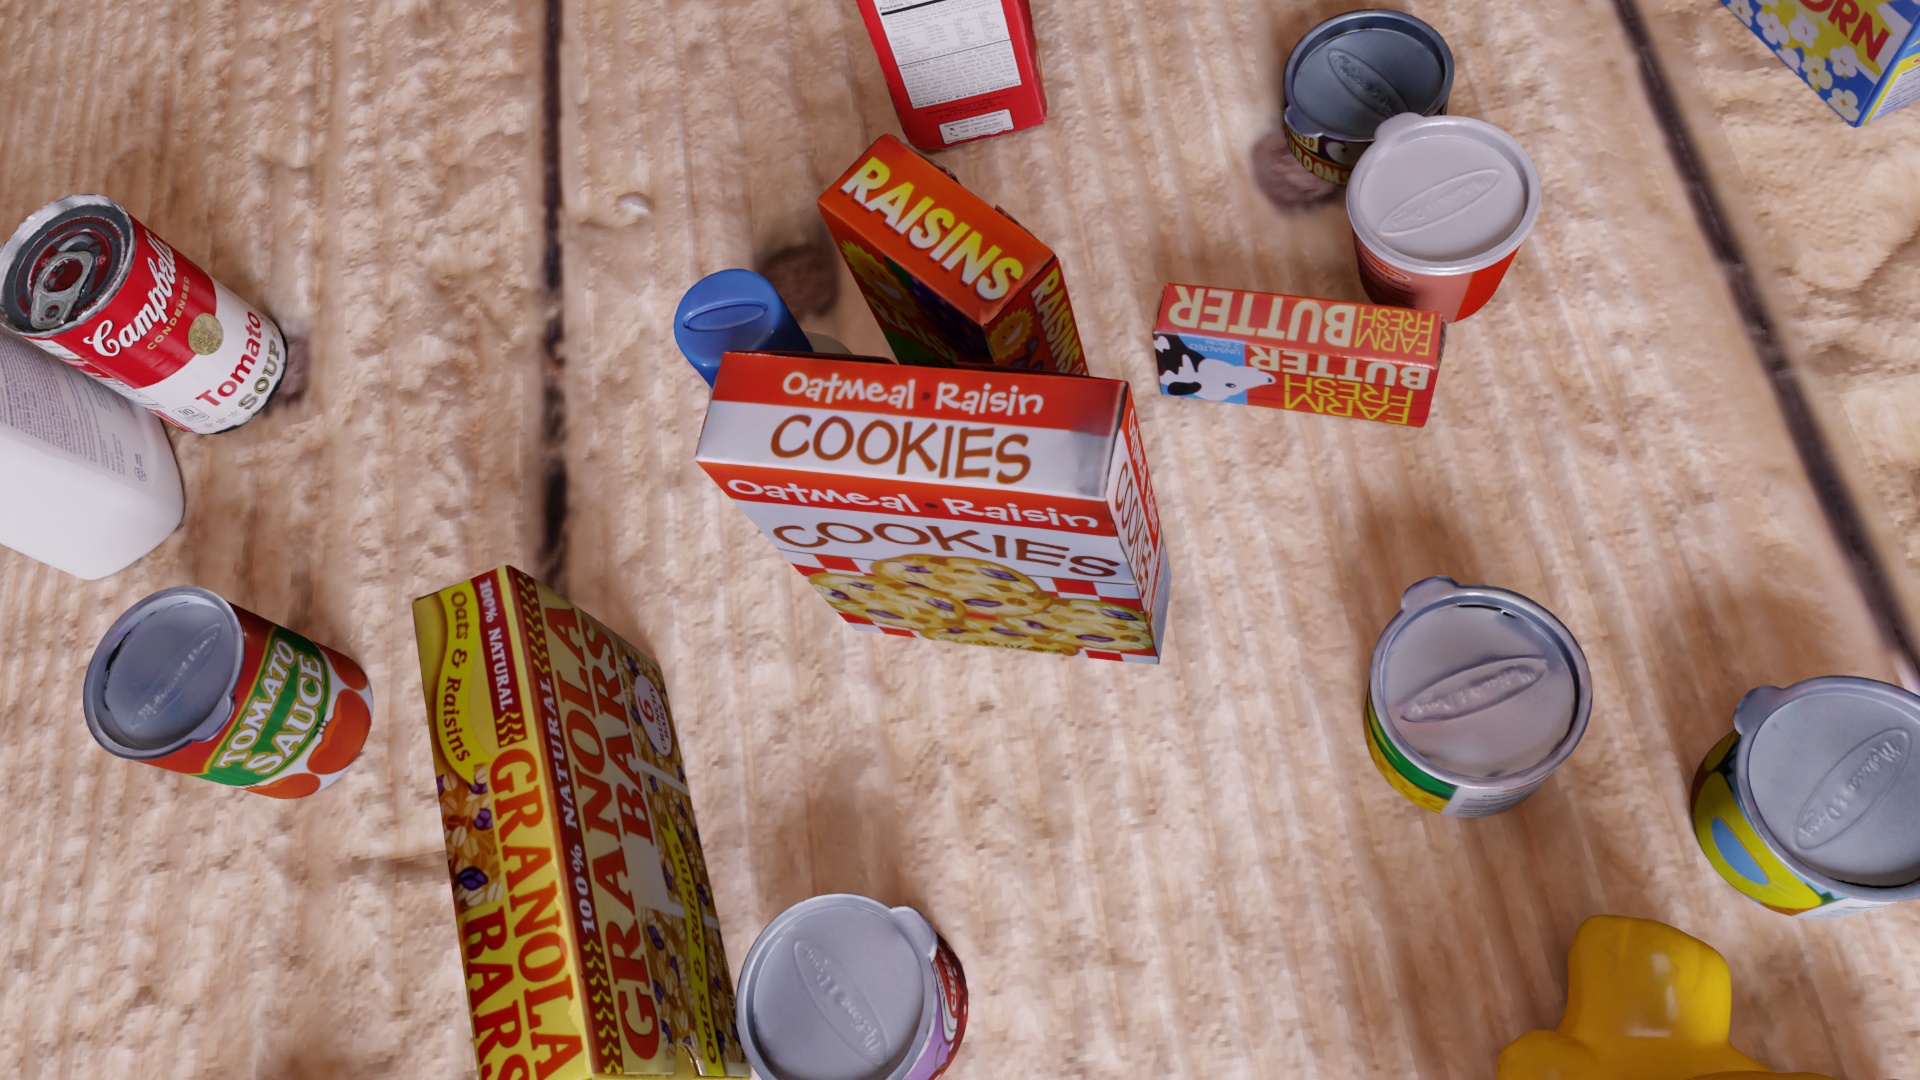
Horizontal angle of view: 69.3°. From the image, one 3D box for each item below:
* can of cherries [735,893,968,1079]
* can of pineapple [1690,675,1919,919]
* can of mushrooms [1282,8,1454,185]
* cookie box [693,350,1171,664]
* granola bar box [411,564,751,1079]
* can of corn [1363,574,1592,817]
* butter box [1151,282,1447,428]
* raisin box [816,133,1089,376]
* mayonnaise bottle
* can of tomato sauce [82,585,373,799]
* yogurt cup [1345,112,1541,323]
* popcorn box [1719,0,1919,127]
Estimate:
[{"bbox_3d":[-0.032,0.154,0.466,0.071,0.058,0.072,-4,68,11],"label":"can of cherries"},{"bbox_3d":[0.267,0.079,0.429,0.071,0.057,0.071,-4,68,11],"label":"can of pineapple"},{"bbox_3d":[0.164,-0.180,0.570,0.071,0.033,0.071,-4,68,11],"label":"can of mushrooms"},{"bbox_3d":[0.002,-0.006,0.463,0.123,0.167,0.040,6,70,15],"label":"cookie box"},{"bbox_3d":[-0.126,0.105,0.472,0.039,0.124,0.166,-21,66,5],"label":"granola bar box"},{"bbox_3d":[0.168,0.053,0.462,0.071,0.058,0.071,-4,68,11],"label":"can of corn"},{"bbox_3d":[0.126,-0.070,0.523,0.103,0.053,0.024,9,71,16],"label":"butter box"},{"bbox_3d":[0.004,-0.084,0.519,0.040,0.123,0.086,-46,66,-7],"label":"raisin box"},{"bbox_3d":[-0.059,-0.044,0.503,0.065,0.147,0.041,-9,67,10],"label":"mayonnaise bottle"},{"bbox_3d":[-0.283,0.063,0.547,0.071,0.083,0.071,-5,68,11],"label":"can of tomato sauce"},{"bbox_3d":[0.181,-0.118,0.530,0.072,0.053,0.072,-4,68,11],"label":"yogurt cup"},{"bbox_3d":[0.326,-0.231,0.525,0.038,0.085,0.127,-29,65,1],"label":"popcorn box"}]
